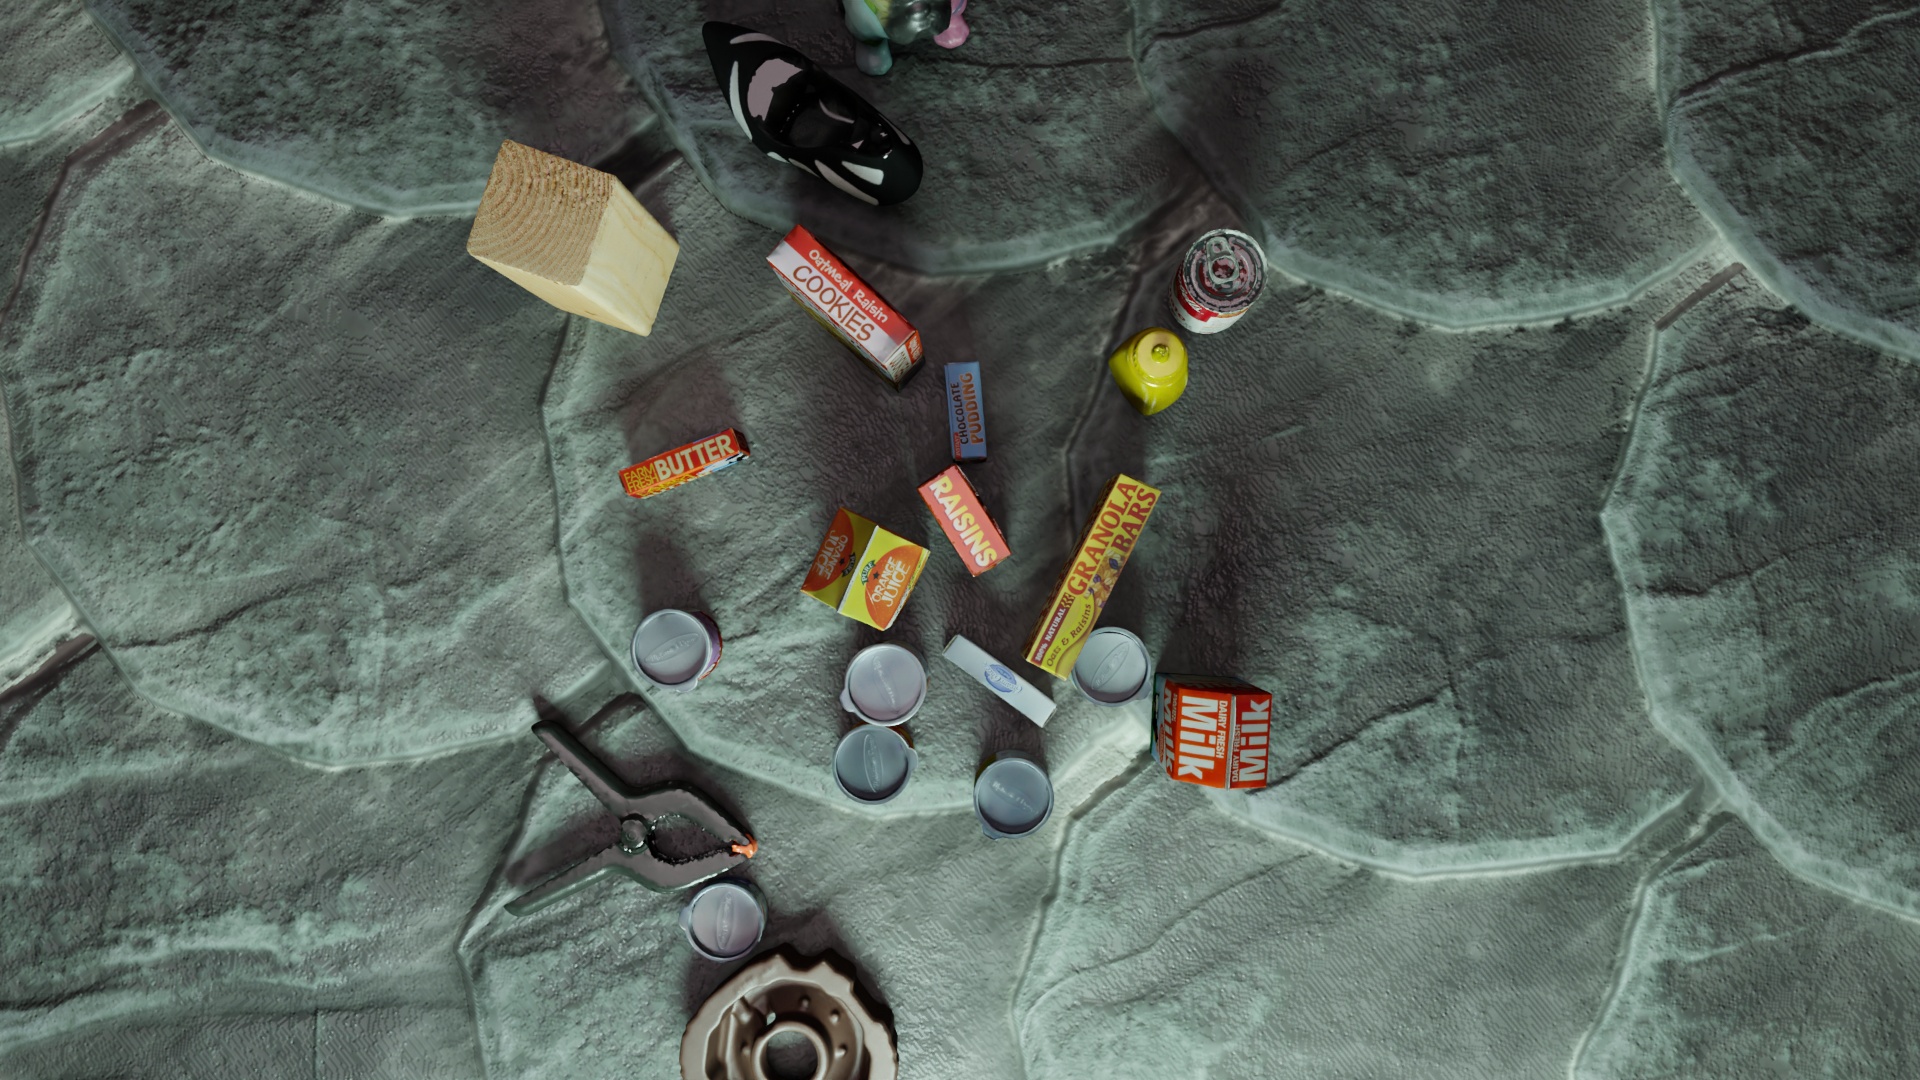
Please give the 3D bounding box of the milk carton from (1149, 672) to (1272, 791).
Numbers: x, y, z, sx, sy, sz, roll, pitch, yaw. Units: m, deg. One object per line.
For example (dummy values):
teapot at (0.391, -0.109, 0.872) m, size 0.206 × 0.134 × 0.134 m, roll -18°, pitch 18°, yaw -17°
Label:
milk carton at (0.197, 0.148, 1.091) m, size 0.073 × 0.190 × 0.072 m, roll 4°, pitch 88°, yaw 1°

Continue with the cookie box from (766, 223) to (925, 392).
cookie box at (-0.087, -0.183, 1.119) m, size 0.123 × 0.167 × 0.040 m, roll 42°, pitch 89°, yaw 2°

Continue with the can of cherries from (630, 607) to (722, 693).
can of cherries at (-0.236, 0.092, 1.164) m, size 0.071 × 0.058 × 0.071 m, roll 0°, pitch 88°, yaw 1°

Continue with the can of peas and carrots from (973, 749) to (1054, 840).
can of peas and carrots at (0.042, 0.212, 1.156) m, size 0.071 × 0.058 × 0.071 m, roll 0°, pitch 88°, yaw 1°

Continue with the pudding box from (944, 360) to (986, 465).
pudding box at (0.004, -0.108, 1.174) m, size 0.030 × 0.049 × 0.083 m, roll -5°, pitch 88°, yaw 1°

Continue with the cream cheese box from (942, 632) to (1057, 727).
cream cheese box at (0.033, 0.115, 1.163) m, size 0.104 × 0.053 × 0.024 m, roll 36°, pitch 89°, yaw 2°

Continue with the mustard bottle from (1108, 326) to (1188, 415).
mustard bottle at (0.156, -0.141, 1.118) m, size 0.049 × 0.160 × 0.065 m, roll -34°, pitch 88°, yaw 0°

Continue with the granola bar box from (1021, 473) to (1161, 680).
granola bar box at (0.103, 0.028, 1.130) m, size 0.039 × 0.124 × 0.165 m, roll 27°, pitch 89°, yaw 1°

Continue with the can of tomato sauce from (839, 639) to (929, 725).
can of tomato sauce at (-0.061, 0.117, 1.149) m, size 0.071 × 0.083 × 0.071 m, roll 0°, pitch 88°, yaw 1°

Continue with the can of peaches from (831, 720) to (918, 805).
can of peaches at (-0.069, 0.183, 1.159) m, size 0.071 × 0.058 × 0.071 m, roll 0°, pitch 88°, yaw 1°

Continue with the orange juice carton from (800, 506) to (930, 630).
orange juice carton at (-0.073, 0.022, 1.098) m, size 0.073 × 0.192 × 0.072 m, roll 26°, pitch 89°, yaw 1°

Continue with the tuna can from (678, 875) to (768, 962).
tuna can at (-0.199, 0.317, 1.168) m, size 0.071 × 0.033 × 0.071 m, roll 0°, pitch 88°, yaw 1°

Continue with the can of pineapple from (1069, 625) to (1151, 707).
can of pineapple at (0.124, 0.106, 1.160) m, size 0.071 × 0.058 × 0.071 m, roll 0°, pitch 88°, yaw 1°

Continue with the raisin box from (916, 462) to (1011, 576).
raisin box at (0.004, -0.014, 1.133) m, size 0.040 × 0.123 × 0.086 m, roll -32°, pitch 88°, yaw 0°

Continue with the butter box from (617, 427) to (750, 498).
butter box at (-0.232, -0.065, 1.173) m, size 0.103 × 0.053 × 0.024 m, roll -21°, pitch 88°, yaw 0°
